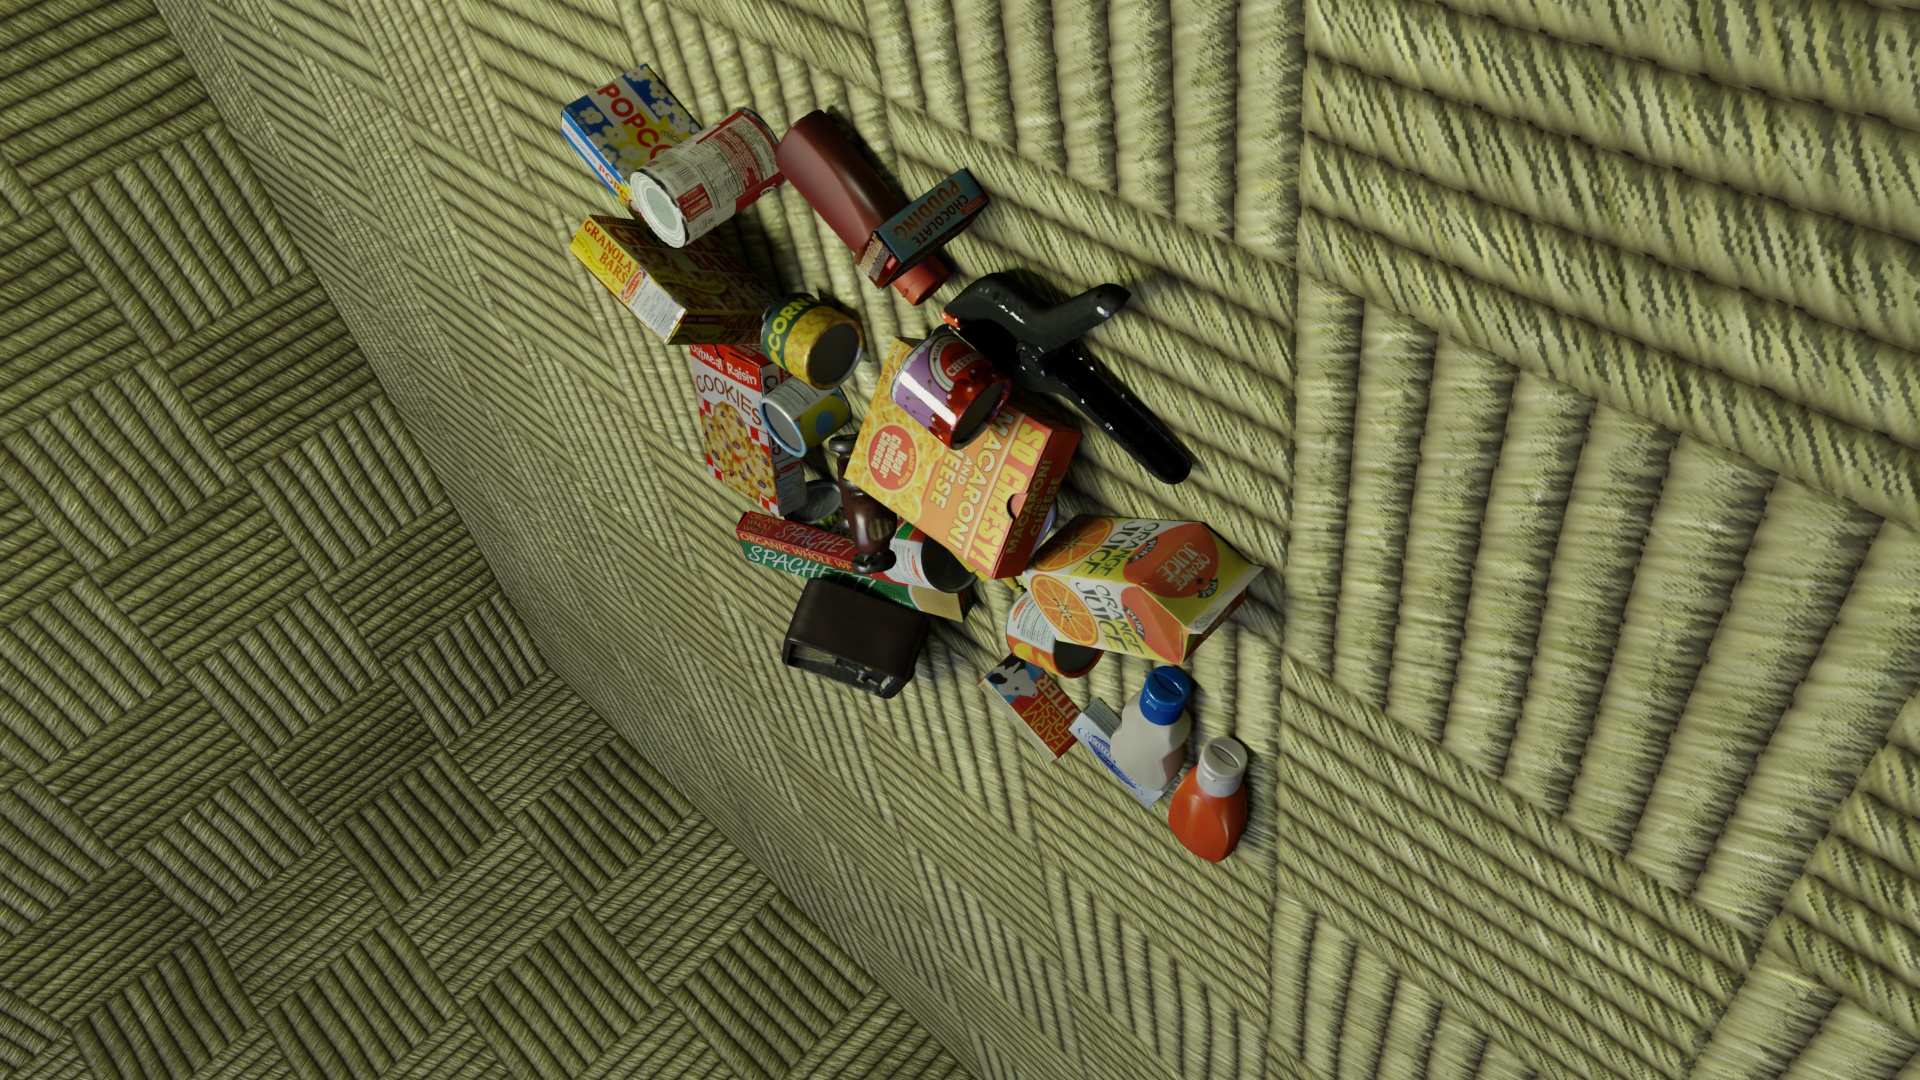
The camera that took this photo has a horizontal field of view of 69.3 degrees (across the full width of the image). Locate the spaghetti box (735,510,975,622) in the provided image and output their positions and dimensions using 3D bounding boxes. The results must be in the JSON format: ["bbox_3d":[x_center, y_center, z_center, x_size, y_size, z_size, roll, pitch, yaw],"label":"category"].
[{"bbox_3d":[-0.106,0.024,1.352,0.250,0.029,0.050,15,143,21],"label":"spaghetti box"}]

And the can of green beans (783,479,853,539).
[{"bbox_3d":[-0.142,-0.019,1.411,0.071,0.071,0.057,29,149,40],"label":"can of green beans"}]

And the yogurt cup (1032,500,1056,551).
[{"bbox_3d":[0.034,-0.023,1.099,0.054,0.072,0.072,45,157,32],"label":"yogurt cup"}]

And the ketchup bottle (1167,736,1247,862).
[{"bbox_3d":[0.210,0.214,1.157,0.065,0.044,0.148,38,153,25],"label":"ketchup bottle"}]

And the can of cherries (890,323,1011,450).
[{"bbox_3d":[-0.006,-0.107,0.973,0.058,0.072,0.071,41,155,16],"label":"can of cherries"}]

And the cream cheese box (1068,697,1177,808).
[{"bbox_3d":[0.147,0.193,1.262,0.104,0.024,0.053,44,154,13],"label":"cream cheese box"}]

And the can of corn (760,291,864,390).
[{"bbox_3d":[-0.124,-0.167,1.158,0.058,0.071,0.070,33,151,32],"label":"can of corn"}]

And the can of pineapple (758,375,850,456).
[{"bbox_3d":[-0.143,-0.117,1.279,0.071,0.058,0.070,39,154,23],"label":"can of pineapple"}]

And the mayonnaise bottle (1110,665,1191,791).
[{"bbox_3d":[0.163,0.155,1.159,0.065,0.041,0.147,39,153,21],"label":"mayonnaise bottle"}]

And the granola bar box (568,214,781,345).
[{"bbox_3d":[-0.232,-0.218,1.178,0.124,0.166,0.039,44,113,13],"label":"granola bar box"}]

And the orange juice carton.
[{"bbox_3d":[0.131,0.034,0.997,0.192,0.072,0.073,6,131,59],"label":"orange juice carton"}]

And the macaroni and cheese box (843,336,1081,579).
[{"bbox_3d":[-0.003,-0.064,1.048,0.167,0.040,0.123,34,113,32],"label":"macaroni and cheese box"}]

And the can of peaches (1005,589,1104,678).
[{"bbox_3d":[0.082,0.077,1.157,0.058,0.071,0.071,20,142,49],"label":"can of peaches"}]

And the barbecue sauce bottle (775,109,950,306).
[{"bbox_3d":[-0.069,-0.234,0.994,0.148,0.044,0.064,49,157,2],"label":"barbecue sauce bottle"}]

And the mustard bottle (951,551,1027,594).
[{"bbox_3d":[0.004,-0.015,1.178,0.160,0.049,0.065,51,162,-1],"label":"mustard bottle"}]

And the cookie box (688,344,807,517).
[{"bbox_3d":[-0.210,-0.122,1.369,0.123,0.040,0.166,29,135,39],"label":"cookie box"}]

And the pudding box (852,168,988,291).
[{"bbox_3d":[-0.026,-0.204,0.911,0.030,0.084,0.049,52,156,-4],"label":"pudding box"}]

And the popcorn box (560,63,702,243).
[{"bbox_3d":[-0.257,-0.321,1.148,0.127,0.085,0.038,50,155,2],"label":"popcorn box"}]

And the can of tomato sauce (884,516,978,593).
[{"bbox_3d":[-0.026,0.010,1.252,0.083,0.071,0.071,7,132,58],"label":"can of tomato sauce"}]

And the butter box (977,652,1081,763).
[{"bbox_3d":[0.070,0.154,1.306,0.103,0.053,0.024,47,153,5],"label":"butter box"}]
